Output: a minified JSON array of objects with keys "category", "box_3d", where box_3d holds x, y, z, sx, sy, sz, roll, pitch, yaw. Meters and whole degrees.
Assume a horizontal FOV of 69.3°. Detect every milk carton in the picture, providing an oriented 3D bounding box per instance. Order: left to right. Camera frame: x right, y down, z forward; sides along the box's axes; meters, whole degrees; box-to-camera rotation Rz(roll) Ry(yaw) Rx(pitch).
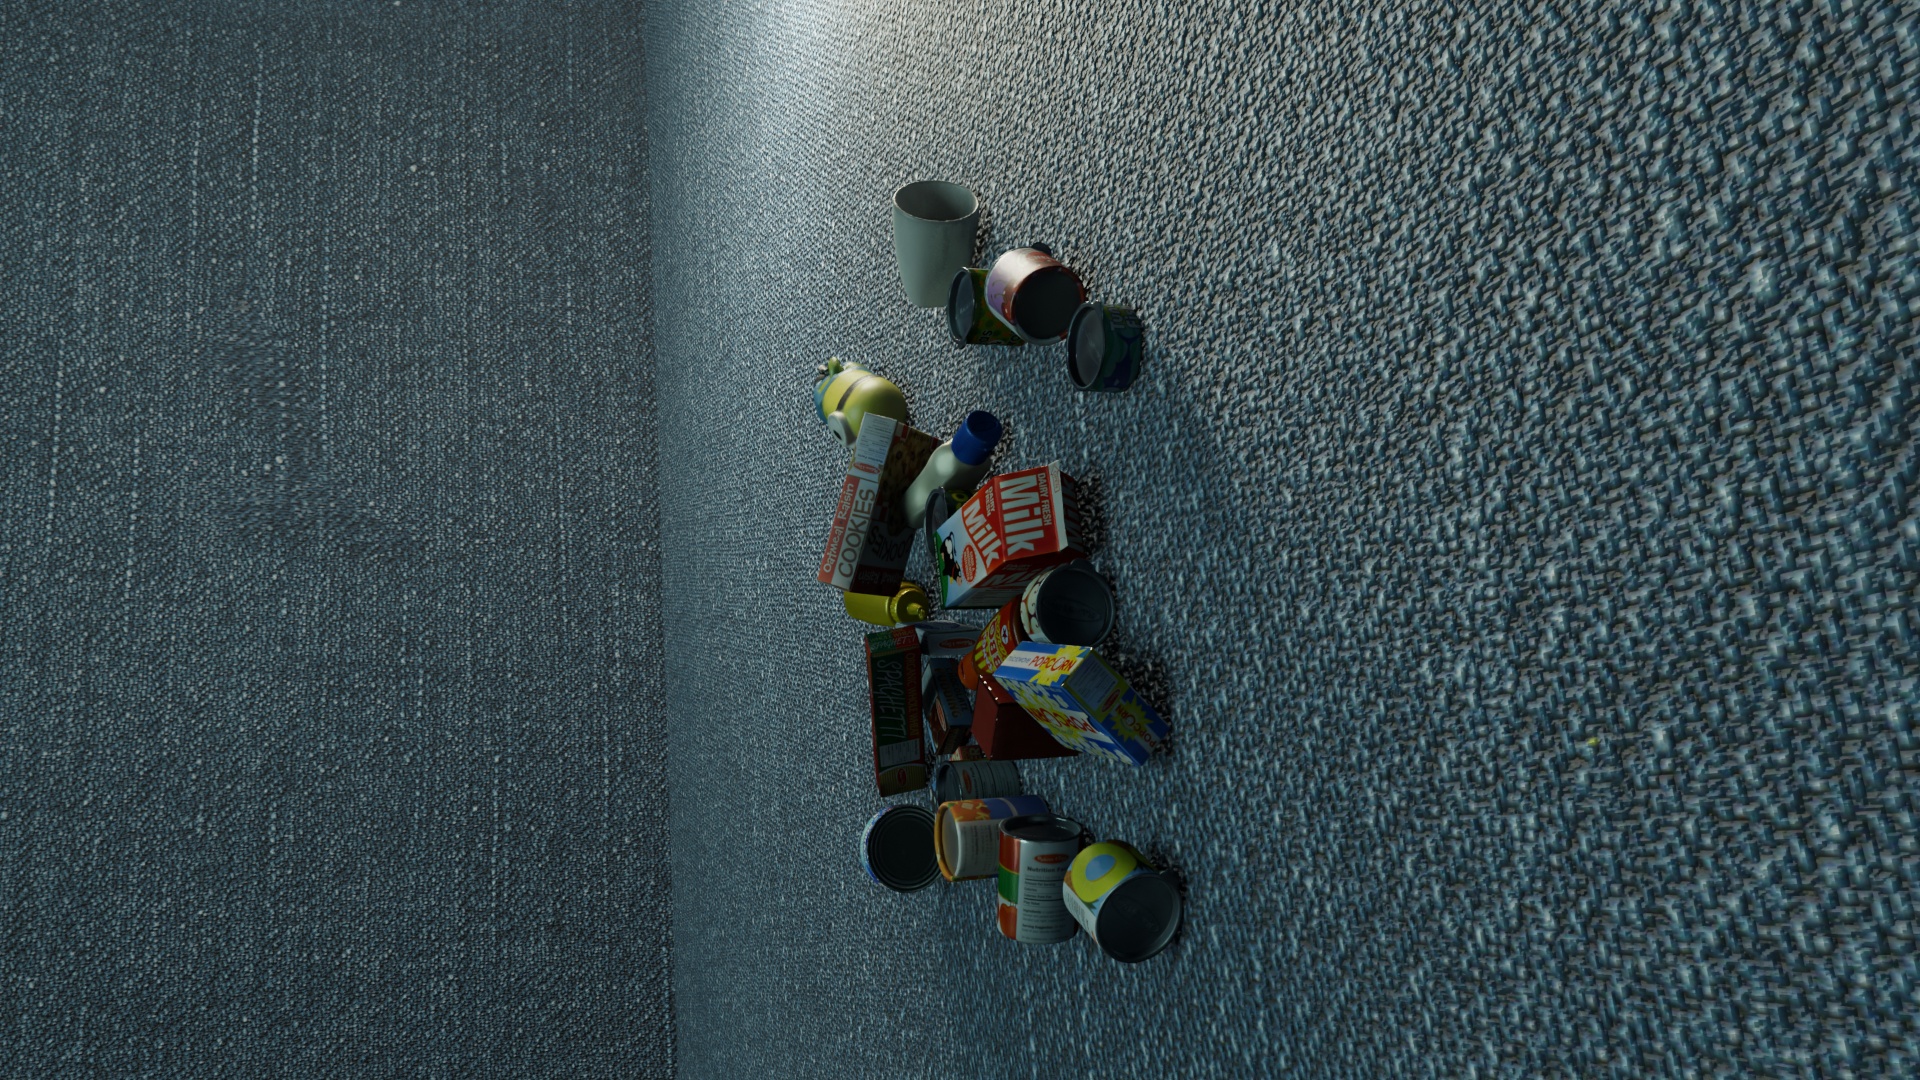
[{"category":"milk carton","box_3d":[0.044,-0.001,1.131,0.190,0.073,0.072,140,127,-63]}]

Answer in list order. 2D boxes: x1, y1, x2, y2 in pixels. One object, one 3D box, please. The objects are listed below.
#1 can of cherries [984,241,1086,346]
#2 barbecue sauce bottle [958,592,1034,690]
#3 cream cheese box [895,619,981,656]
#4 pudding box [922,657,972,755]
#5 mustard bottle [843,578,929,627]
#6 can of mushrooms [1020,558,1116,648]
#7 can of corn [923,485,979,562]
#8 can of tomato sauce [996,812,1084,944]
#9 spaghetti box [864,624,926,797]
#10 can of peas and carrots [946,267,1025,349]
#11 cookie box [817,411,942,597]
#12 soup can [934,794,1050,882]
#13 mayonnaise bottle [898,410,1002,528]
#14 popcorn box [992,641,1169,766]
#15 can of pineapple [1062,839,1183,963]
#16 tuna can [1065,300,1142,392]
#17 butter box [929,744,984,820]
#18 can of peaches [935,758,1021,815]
[{"category":"can of cherries","box_3d":[0.060,-0.196,1.102,0.058,0.071,0.071,-127,42,-58]},{"category":"barbecue sauce bottle","box_3d":[0.039,0.094,1.186,0.148,0.044,0.065,134,131,-62]},{"category":"cream cheese box","box_3d":[-0.022,0.093,1.335,0.104,0.053,0.024,-175,83,-69]},{"category":"pudding box","box_3d":[-0.015,0.161,1.347,0.049,0.030,0.084,113,150,-43]},{"category":"mustard bottle","box_3d":[-0.070,0.065,1.454,0.160,0.065,0.048,10,105,62]},{"category":"can of mushrooms","box_3d":[0.081,0.050,1.045,0.033,0.071,0.071,153,115,-68]},{"category":"can of corn","box_3d":[0.004,-0.016,1.258,0.071,0.058,0.071,-179,89,-69]},{"category":"can of tomato sauce","box_3d":[0.062,0.265,1.093,0.071,0.071,0.083,-162,73,-68]},{"category":"spaghetti box","box_3d":[-0.062,0.171,1.357,0.248,0.050,0.029,90,165,-48]},{"category":"can of peas and carrots","box_3d":[0.026,-0.199,1.202,0.071,0.059,0.071,-179,89,-69]},{"category":"cookie box","box_3d":[-0.076,-0.031,1.350,0.123,0.040,0.167,14,-88,-71]},{"category":"soup can","box_3d":[0.027,0.248,1.160,0.071,0.084,0.071,-179,89,-70]},{"category":"mayonnaise bottle","box_3d":[-0.005,-0.065,1.284,0.041,0.065,0.147,61,146,18]},{"category":"popcorn box","box_3d":[0.085,0.116,1.006,0.038,0.085,0.126,-48,14,-16]},{"category":"can of pineapple","box_3d":[0.113,0.247,0.961,0.058,0.071,0.070,-147,59,-66]},{"category":"tuna can","box_3d":[0.106,-0.144,1.026,0.071,0.033,0.071,-179,89,-69]},{"category":"butter box","box_3d":[-0.001,0.238,1.317,0.103,0.024,0.053,118,145,-52]},{"category":"can of peaches","box_3d":[0.015,0.227,1.228,0.071,0.058,0.071,180,89,-69]}]
